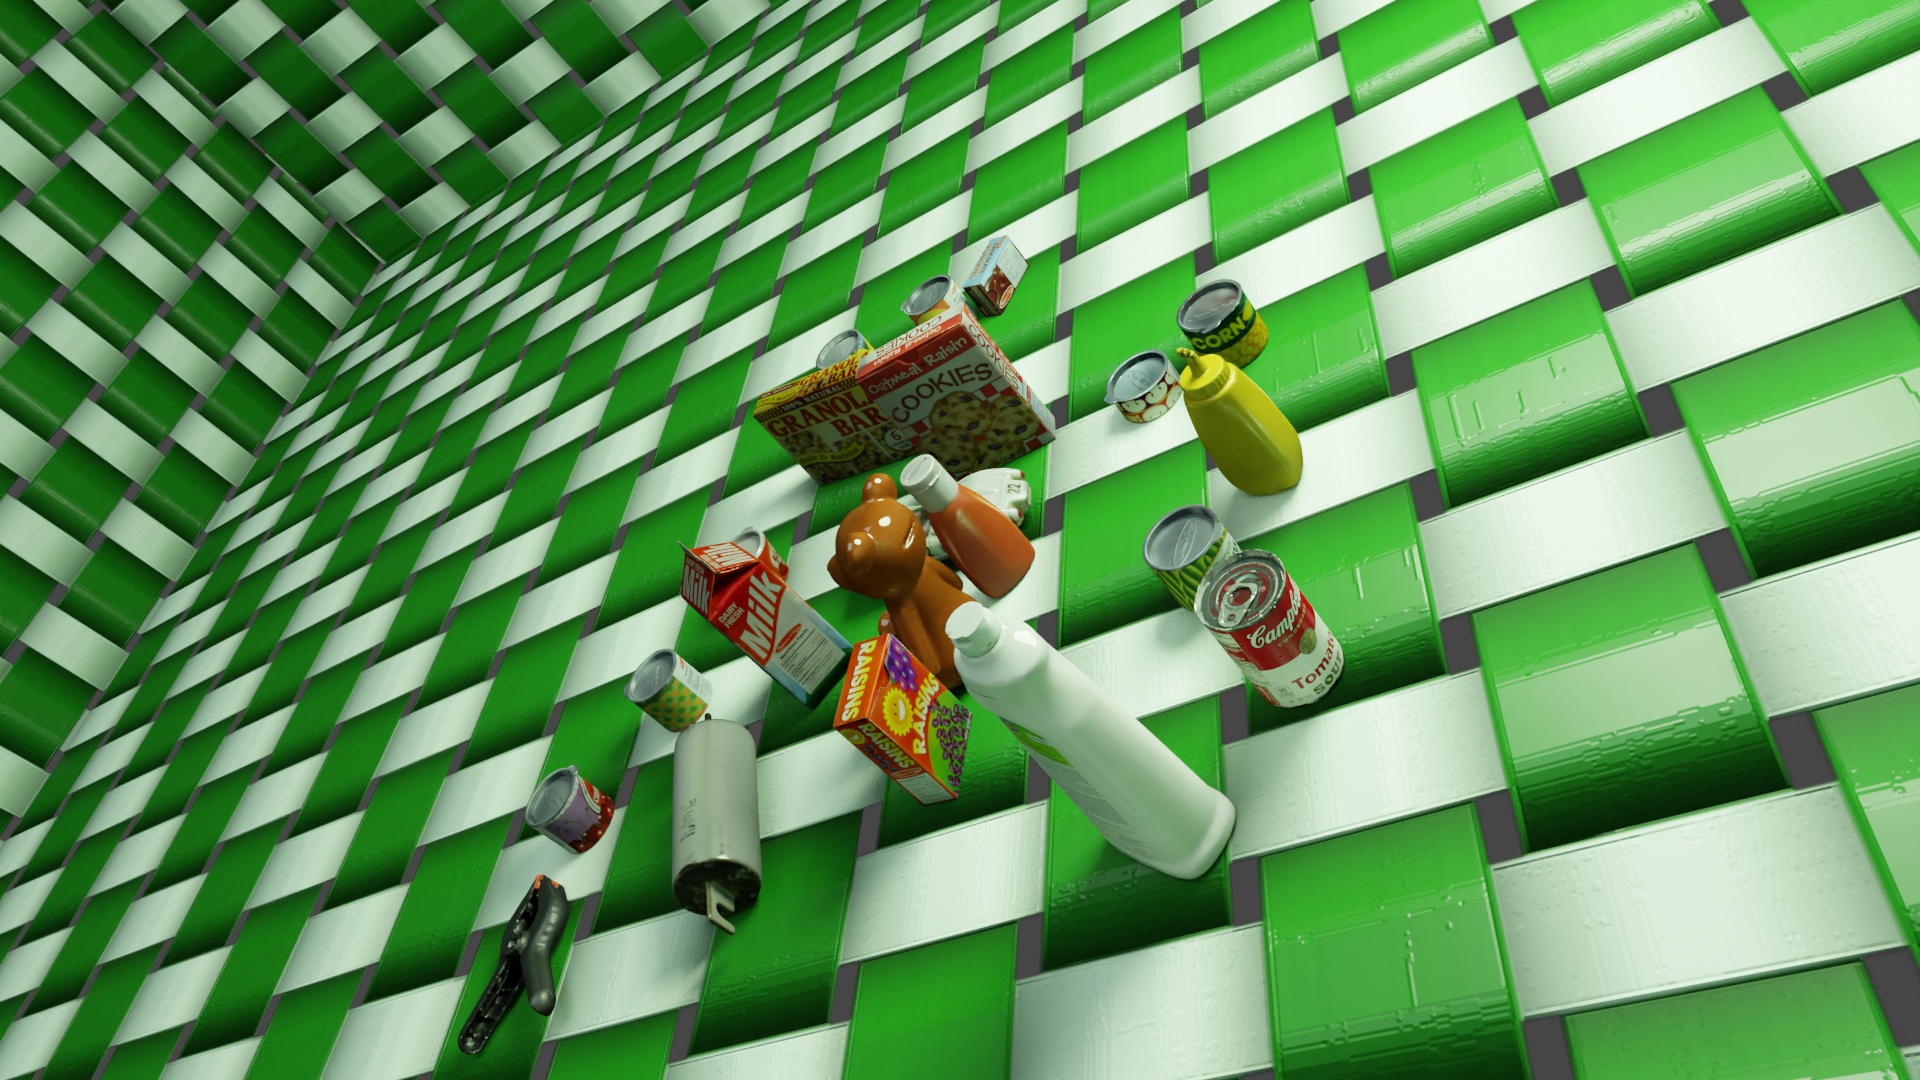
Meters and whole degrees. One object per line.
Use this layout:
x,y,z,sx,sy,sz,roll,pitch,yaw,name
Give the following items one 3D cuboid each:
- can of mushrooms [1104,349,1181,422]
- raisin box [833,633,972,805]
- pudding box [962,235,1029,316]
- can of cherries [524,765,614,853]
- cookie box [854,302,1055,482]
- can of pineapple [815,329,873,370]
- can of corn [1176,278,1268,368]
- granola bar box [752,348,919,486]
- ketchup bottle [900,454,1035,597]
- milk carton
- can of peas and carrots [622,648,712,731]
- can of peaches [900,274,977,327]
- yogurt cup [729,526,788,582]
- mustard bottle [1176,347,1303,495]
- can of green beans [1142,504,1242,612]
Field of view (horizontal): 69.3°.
0.171,-0.143,1.307,0.071,0.033,0.071,-26,37,22,can of mushrooms
-0.044,0.146,1.122,0.040,0.123,0.086,-19,41,31,raisin box
0.041,-0.305,1.601,0.030,0.049,0.084,-3,50,43,pudding box
-0.388,0.269,1.387,0.071,0.058,0.072,-26,37,22,can of cherries
-0.003,-0.137,1.354,0.122,0.167,0.040,-26,37,23,cookie box
-0.129,-0.208,1.656,0.071,0.057,0.071,-26,37,22,can of pineapple
0.241,-0.194,1.272,0.071,0.058,0.071,-26,37,22,can of corn
-0.123,-0.131,1.506,0.165,0.124,0.039,-16,42,33,granola bar box
0.004,-0.015,1.229,0.065,0.148,0.043,-51,35,-12,ketchup bottle
-0.188,0.068,1.291,0.073,0.190,0.072,-50,34,-10,milk carton
-0.299,0.155,1.424,0.071,0.058,0.071,-26,37,22,can of peas and carrots
-0.024,-0.265,1.614,0.071,0.058,0.071,-26,37,22,can of peaches
-0.222,0.030,1.489,0.072,0.054,0.073,-26,37,22,yogurt cup
0.215,-0.101,1.103,0.065,0.160,0.049,-12,44,37,mustard bottle
0.186,0.015,1.096,0.071,0.057,0.071,-26,37,22,can of green beans
